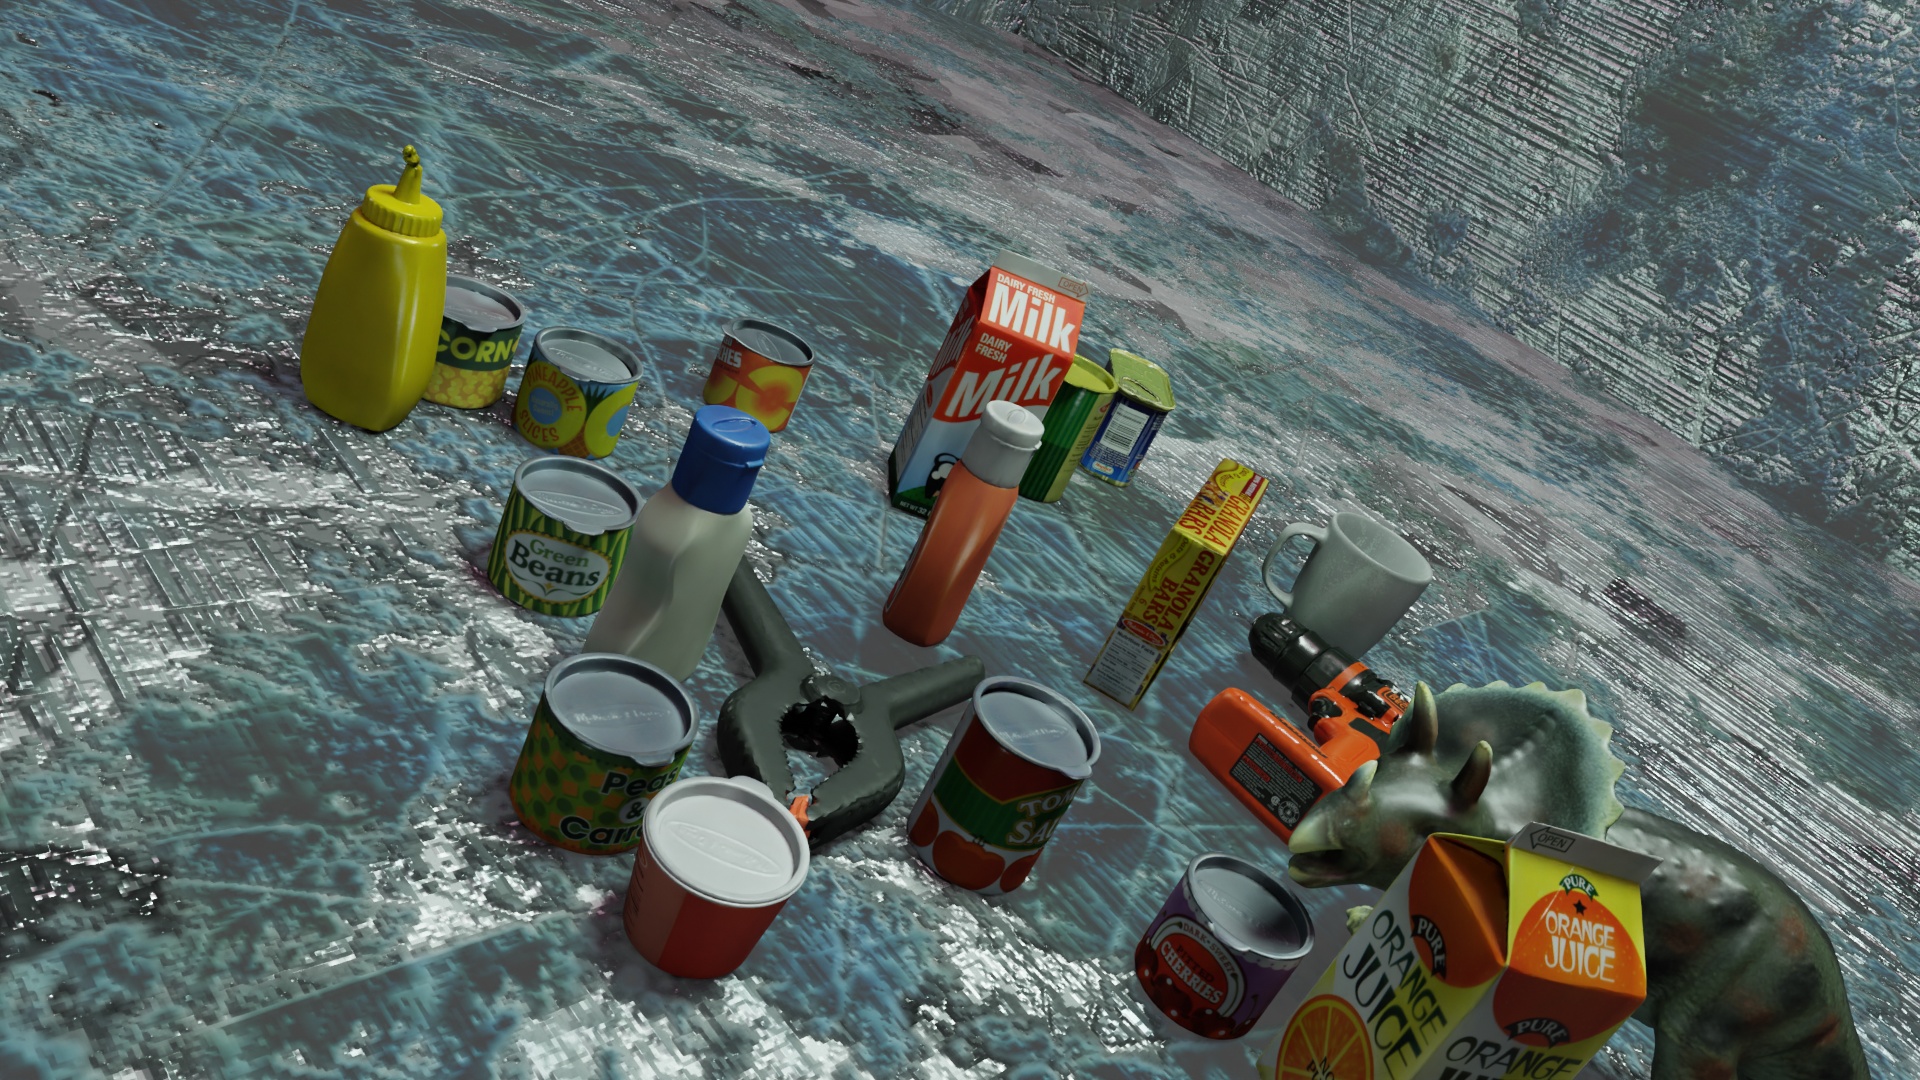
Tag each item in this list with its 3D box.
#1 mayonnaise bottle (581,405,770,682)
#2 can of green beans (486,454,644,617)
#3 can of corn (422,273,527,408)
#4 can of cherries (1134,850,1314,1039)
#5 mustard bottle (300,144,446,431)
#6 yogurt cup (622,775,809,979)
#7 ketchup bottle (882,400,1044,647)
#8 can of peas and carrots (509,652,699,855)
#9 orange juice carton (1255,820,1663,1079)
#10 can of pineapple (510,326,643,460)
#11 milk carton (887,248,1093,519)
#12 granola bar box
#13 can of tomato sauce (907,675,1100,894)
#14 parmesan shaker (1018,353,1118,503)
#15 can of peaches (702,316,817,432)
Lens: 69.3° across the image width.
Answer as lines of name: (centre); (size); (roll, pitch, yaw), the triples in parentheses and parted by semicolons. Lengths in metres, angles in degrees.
mayonnaise bottle: (-0.132, 0.006, 0.661); (0.041, 0.147, 0.065); (37, 28, 22)
can of green beans: (-0.204, -0.002, 0.715); (0.071, 0.057, 0.071); (21, 26, -11)
can of corn: (-0.303, -0.119, 0.840); (0.071, 0.058, 0.071); (21, 26, -11)
can of cherries: (0.122, 0.191, 0.654); (0.071, 0.058, 0.072); (21, 26, -11)
mustard bottle: (-0.311, -0.139, 0.753); (0.065, 0.159, 0.049); (26, 25, -2)
yogurt cup: (-0.101, 0.137, 0.556); (0.072, 0.053, 0.073); (21, 26, -11)
ketchup bottle: (0.003, -0.010, 0.815); (0.043, 0.148, 0.065); (28, 25, 4)
can of peas and carrots: (-0.150, 0.092, 0.589); (0.071, 0.058, 0.071); (21, 26, -11)
orange juice carton: (0.208, 0.192, 0.578); (0.072, 0.191, 0.073); (18, 27, -18)
can of pineapple: (-0.235, -0.089, 0.847); (0.071, 0.057, 0.071); (21, 26, -11)
milk carton: (0.019, -0.105, 0.958); (0.072, 0.189, 0.074); (19, 26, -15)
granola bar box: (0.145, 0.025, 0.909); (0.039, 0.123, 0.166); (31, 26, 9)
can of tomato sauce: (0.021, 0.119, 0.668); (0.071, 0.082, 0.071); (21, 26, -11)
parmesan shaker: (0.069, -0.088, 1.072); (0.071, 0.102, 0.071); (21, 26, -11)
can of peaches: (-0.145, -0.118, 0.983); (0.071, 0.057, 0.071); (21, 26, -11)
